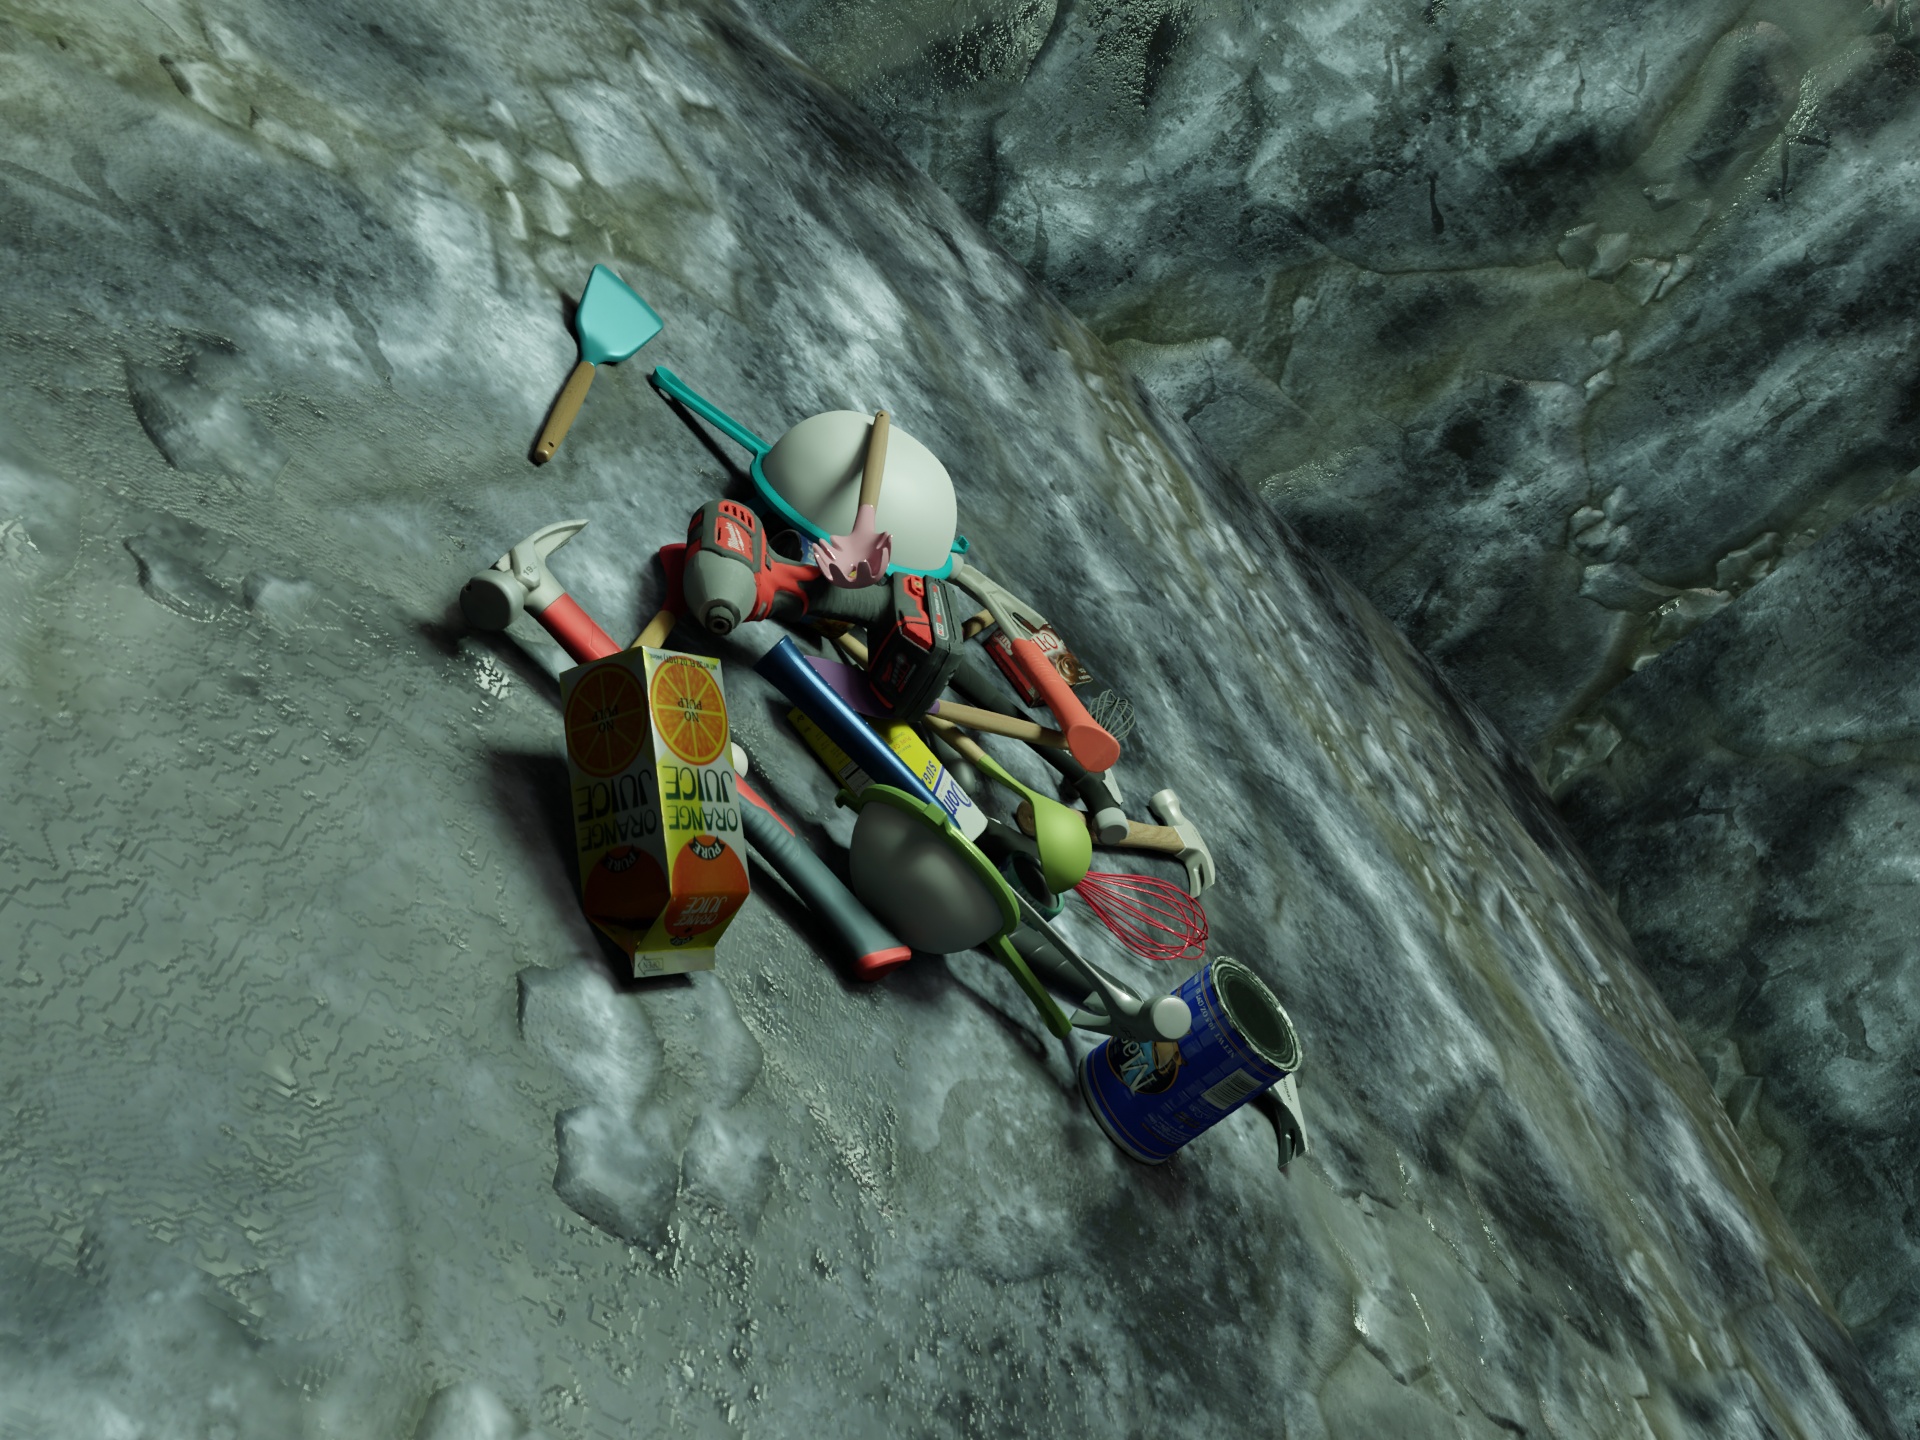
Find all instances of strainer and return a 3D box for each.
[{"bbox_3d":[-0.133,-0.259,1.475,0.340,0.095,0.211,35,23,5],"label":"strainer"},{"bbox_3d":[-0.005,0.161,1.171,0.256,0.069,0.151,54,-24,-21],"label":"strainer"}]

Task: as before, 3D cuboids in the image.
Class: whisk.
[{"bbox_3d":[0.114,0.146,1.423,0.295,0.073,0.073,28,30,-27],"label":"whisk"},{"bbox_3d":[-0.049,-0.052,1.447,0.070,0.070,0.285,13,46,-54],"label":"whisk"},{"bbox_3d":[0.142,0.028,1.675,0.055,0.055,0.239,46,28,-6],"label":"whisk"}]

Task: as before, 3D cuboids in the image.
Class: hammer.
[{"bbox_3d":[-0.169,0.026,1.093,0.386,0.038,0.143,48,25,-11],"label":"hammer"},{"bbox_3d":[0.159,0.113,1.582,0.331,0.031,0.130,13,41,-53],"label":"hammer"},{"bbox_3d":[0.160,0.255,1.358,0.408,0.036,0.149,33,28,-30],"label":"hammer"},{"bbox_3d":[-0.001,0.095,1.186,0.405,0.035,0.144,46,-21,-6],"label":"hammer"},{"bbox_3d":[0.075,-0.050,1.492,0.149,0.036,0.359,34,13,-31],"label":"hammer"},{"bbox_3d":[0.034,-0.016,1.449,0.334,0.035,0.146,38,24,-35],"label":"hammer"}]

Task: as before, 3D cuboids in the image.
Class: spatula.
[{"bbox_3d":[-0.002,-0.004,1.344,0.315,0.018,0.060,14,36,-41],"label":"spatula"},{"bbox_3d":[-0.320,-0.300,1.365,0.082,0.044,0.318,42,25,-25],"label":"spatula"}]

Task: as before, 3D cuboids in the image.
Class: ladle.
[{"bbox_3d":[-0.228,-0.065,1.184,0.069,0.031,0.316,39,26,-13],"label":"ladle"},{"bbox_3d":[-0.009,0.028,1.365,0.320,0.062,0.078,41,-3,22],"label":"ladle"}]

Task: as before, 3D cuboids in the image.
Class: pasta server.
[{"bbox_3d":[-0.076,-0.191,1.308,0.316,0.060,0.040,-87,172,-55],"label":"pasta server"}]

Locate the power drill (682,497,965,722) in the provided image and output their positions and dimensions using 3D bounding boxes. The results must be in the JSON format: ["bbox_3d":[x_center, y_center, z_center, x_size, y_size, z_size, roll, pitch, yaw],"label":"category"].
[{"bbox_3d":[-0.112,-0.086,1.243,0.219,0.078,0.143,21,33,-20],"label":"power drill"}]

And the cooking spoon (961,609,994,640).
[{"bbox_3d":[0.004,-0.091,1.629,0.319,0.017,0.068,-38,128,-70],"label":"cooking spoon"}]

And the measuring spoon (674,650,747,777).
[{"bbox_3d":[-0.186,-0.008,1.175,0.034,0.018,0.124,15,39,-53],"label":"measuring spoon"}]

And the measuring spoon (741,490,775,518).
[{"bbox_3d":[-0.192,-0.191,1.465,0.042,0.021,0.129,47,32,-5],"label":"measuring spoon"}]
